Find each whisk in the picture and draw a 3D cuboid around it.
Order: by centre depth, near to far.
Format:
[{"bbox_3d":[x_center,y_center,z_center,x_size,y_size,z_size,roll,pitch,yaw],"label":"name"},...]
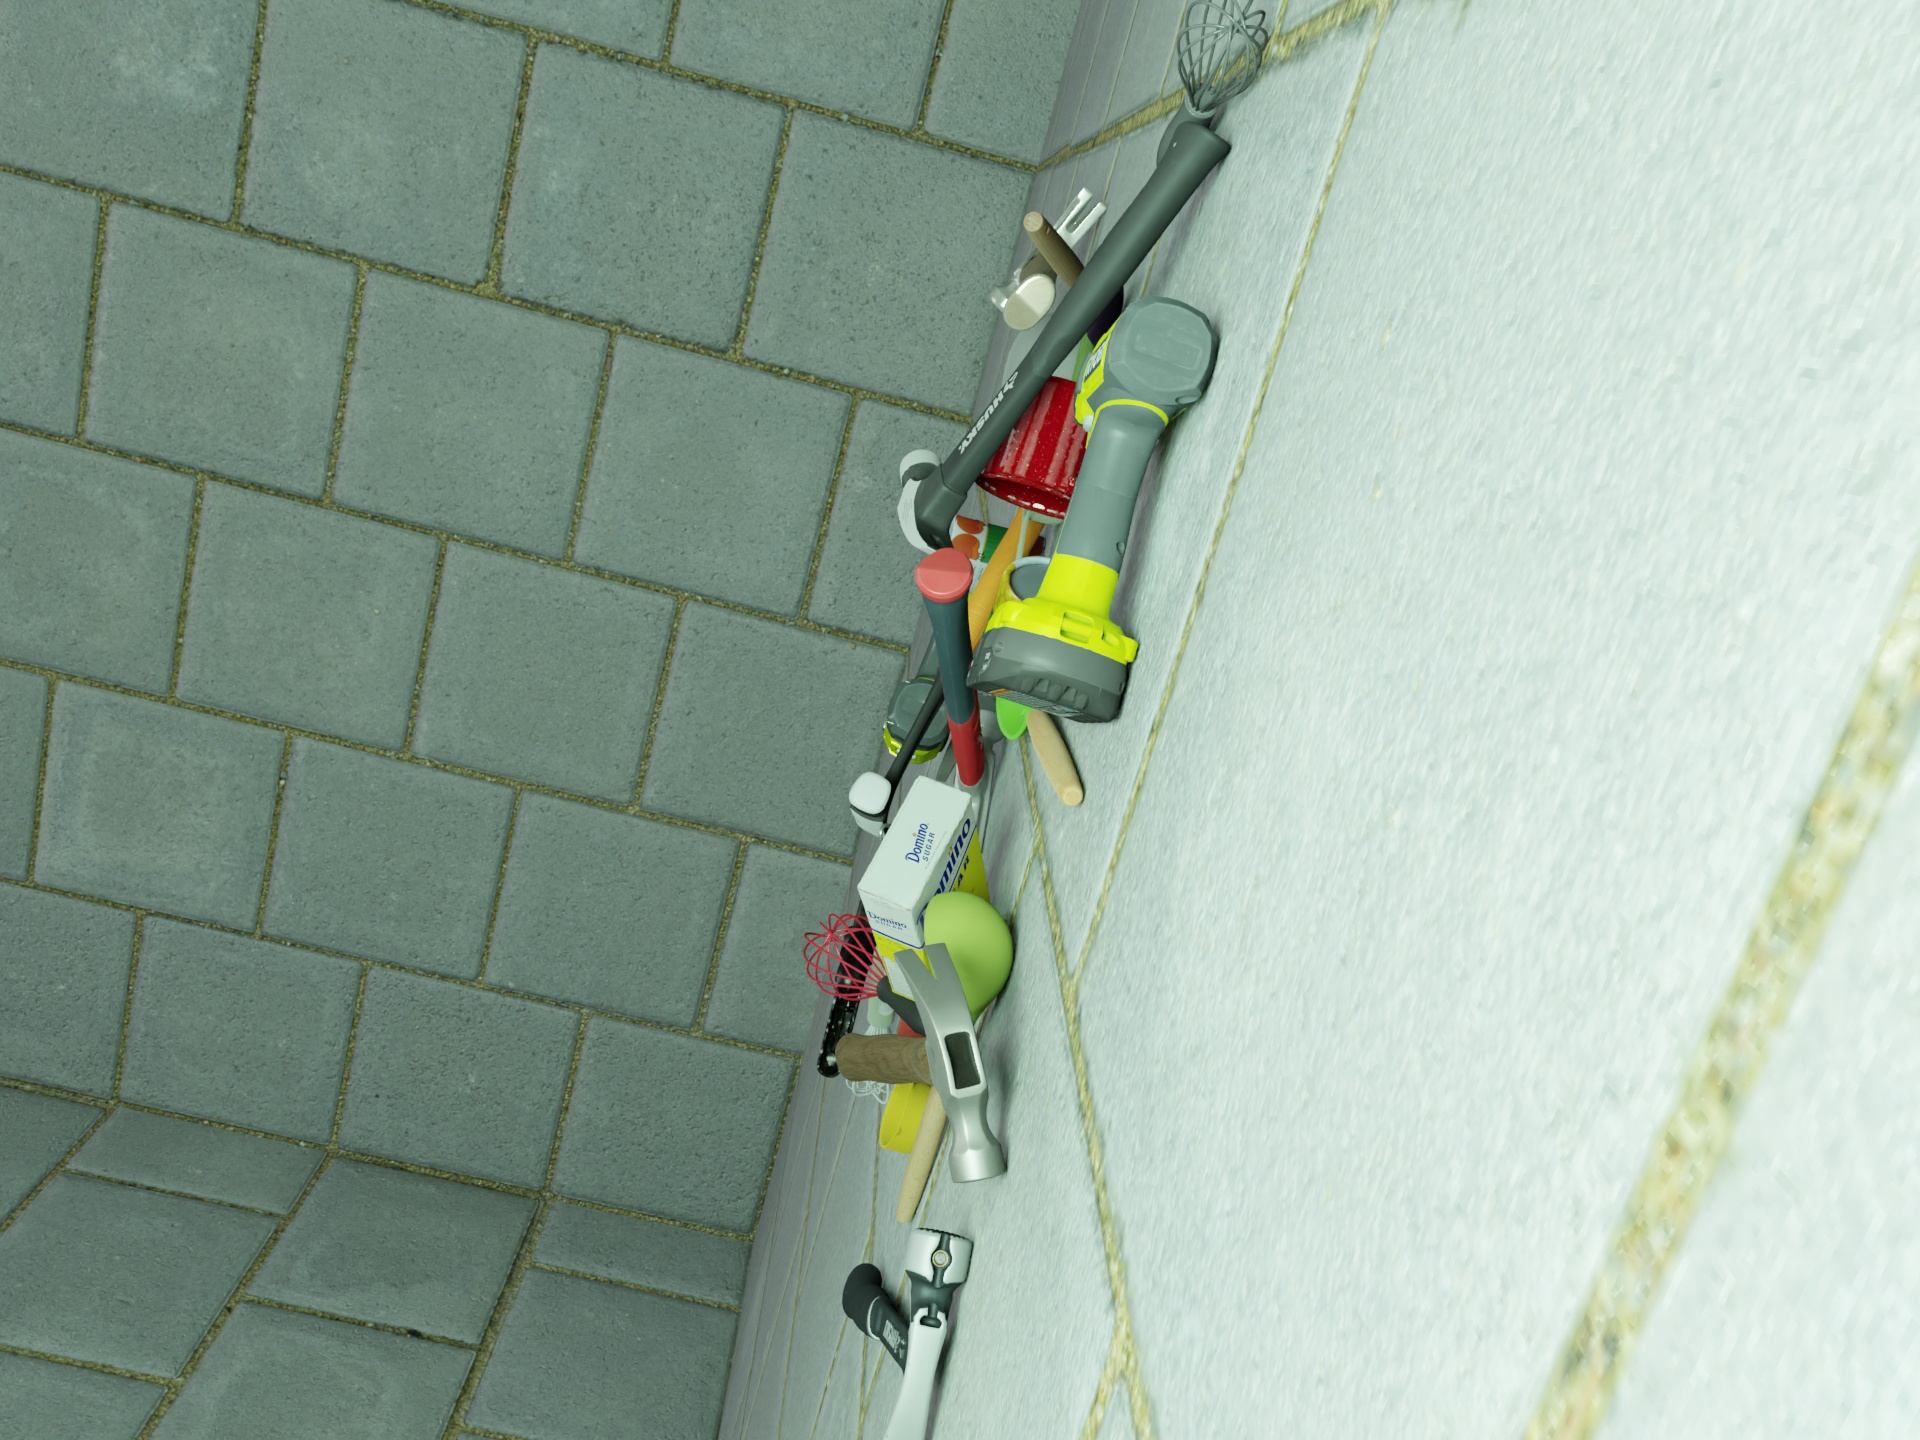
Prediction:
[{"bbox_3d":[0.150,-0.393,1.005,0.239,0.055,0.055,143,141,-88],"label":"whisk"},{"bbox_3d":[-0.063,0.208,1.262,0.296,0.073,0.073,16,92,67],"label":"whisk"},{"bbox_3d":[-0.074,0.280,1.468,0.059,0.058,0.246,53,151,34],"label":"whisk"}]

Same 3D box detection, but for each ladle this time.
[{"bbox_3d":[-0.022,0.243,1.090,0.078,0.062,0.320,-75,-1,-53],"label":"ladle"}]

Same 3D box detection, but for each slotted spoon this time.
[{"bbox_3d":[0.054,0.008,1.062,0.314,0.031,0.070,-105,30,-76],"label":"slotted spoon"}]

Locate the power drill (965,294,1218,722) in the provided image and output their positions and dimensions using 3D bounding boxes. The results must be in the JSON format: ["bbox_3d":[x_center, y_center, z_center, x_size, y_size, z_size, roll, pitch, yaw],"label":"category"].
[{"bbox_3d":[0.075,-0.116,0.915,0.171,0.080,0.223,174,113,-84],"label":"power drill"}]

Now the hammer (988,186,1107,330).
[{"bbox_3d":[0.078,-0.409,1.437,0.146,0.038,0.411,-47,11,17],"label":"hammer"}]

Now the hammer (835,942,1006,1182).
[{"bbox_3d":[-0.039,0.215,1.018,0.331,0.031,0.130,143,117,-72],"label":"hammer"}]

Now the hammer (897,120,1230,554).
[{"bbox_3d":[0.061,-0.243,1.041,0.334,0.035,0.146,-50,28,29],"label":"hammer"}]

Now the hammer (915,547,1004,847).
[{"bbox_3d":[-0.002,-0.004,1.164,0.386,0.038,0.143,81,-162,-68],"label":"hammer"}]

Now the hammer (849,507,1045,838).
[{"bbox_3d":[0.001,-0.056,1.328,0.337,0.034,0.127,-62,-10,-14],"label":"hammer"}]

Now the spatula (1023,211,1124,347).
[{"bbox_3d":[0.086,-0.315,1.133,0.316,0.018,0.060,-9,-60,-75],"label":"spatula"}]

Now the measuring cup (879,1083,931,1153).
[{"bbox_3d":[-0.017,0.260,1.205,0.156,0.029,0.062,-63,13,12],"label":"measuring cup"}]

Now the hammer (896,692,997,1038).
[{"bbox_3d":[-0.020,0.155,1.411,0.149,0.036,0.359,111,172,-54],"label":"hammer"}]

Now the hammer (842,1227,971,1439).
[{"bbox_3d":[-0.051,0.410,1.070,0.409,0.036,0.149,119,163,-73],"label":"hammer"}]

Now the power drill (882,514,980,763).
[{"bbox_3d":[-0.014,-0.066,1.538,0.190,0.080,0.228,114,177,-79],"label":"power drill"}]

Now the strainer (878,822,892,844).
[{"bbox_3d":[-0.051,0.144,1.354,0.258,0.050,0.087,103,-174,-65],"label":"strainer"}]

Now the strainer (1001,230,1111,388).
[{"bbox_3d":[0.085,-0.345,1.432,0.256,0.069,0.152,109,173,-58],"label":"strainer"}]

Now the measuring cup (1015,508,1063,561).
[{"bbox_3d":[0.068,-0.152,1.283,0.083,0.038,0.167,143,138,-82],"label":"measuring cup"}]

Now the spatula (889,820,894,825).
[{"bbox_3d":[-0.058,0.173,1.512,0.317,0.044,0.082,85,-165,-58],"label":"spatula"}]
